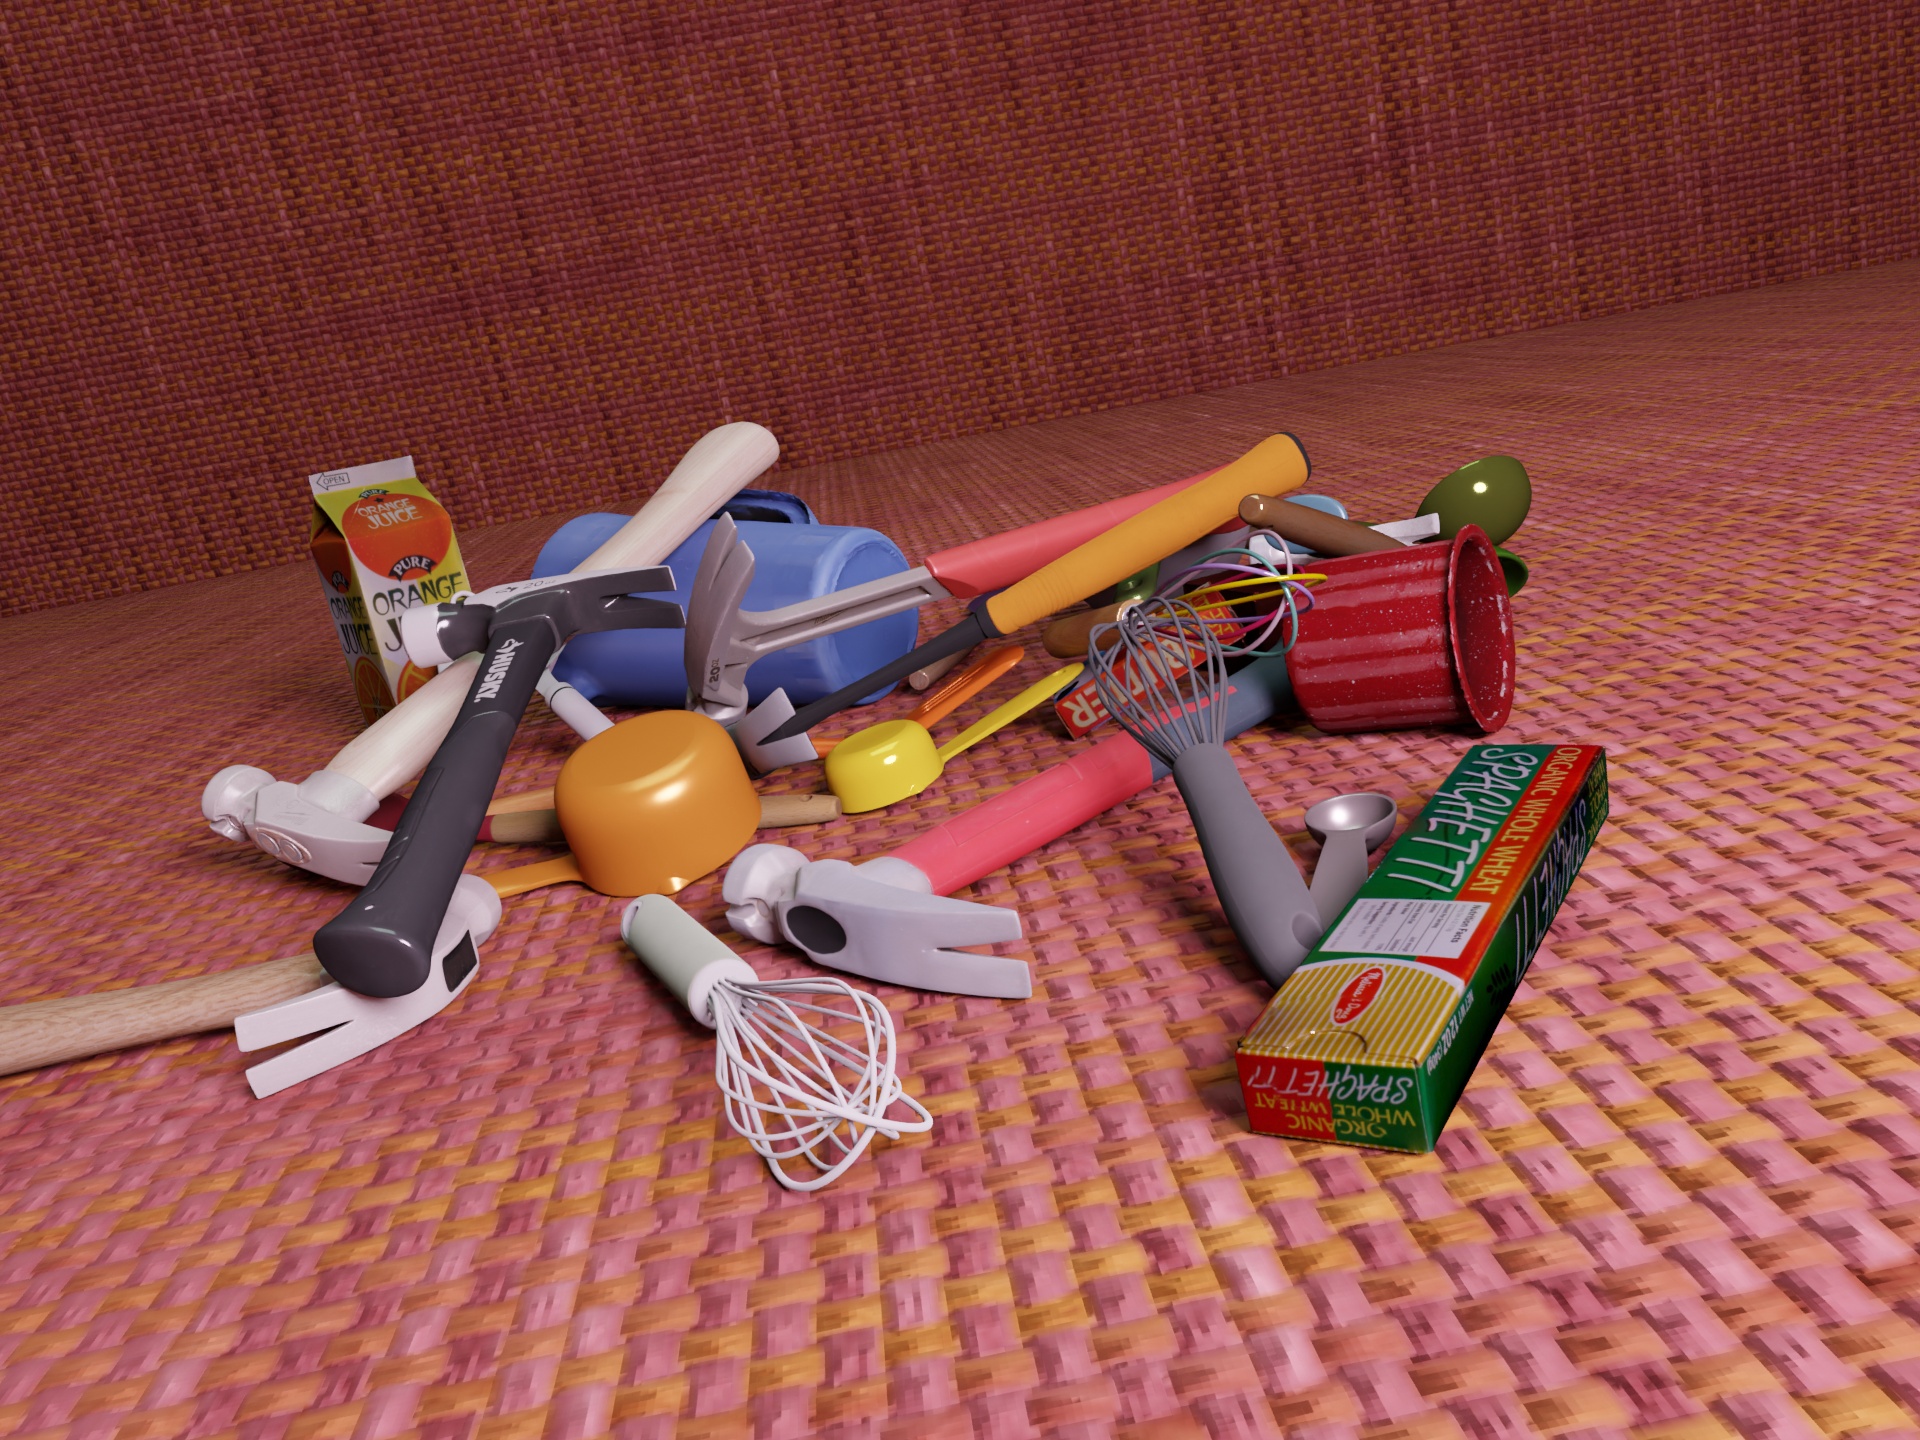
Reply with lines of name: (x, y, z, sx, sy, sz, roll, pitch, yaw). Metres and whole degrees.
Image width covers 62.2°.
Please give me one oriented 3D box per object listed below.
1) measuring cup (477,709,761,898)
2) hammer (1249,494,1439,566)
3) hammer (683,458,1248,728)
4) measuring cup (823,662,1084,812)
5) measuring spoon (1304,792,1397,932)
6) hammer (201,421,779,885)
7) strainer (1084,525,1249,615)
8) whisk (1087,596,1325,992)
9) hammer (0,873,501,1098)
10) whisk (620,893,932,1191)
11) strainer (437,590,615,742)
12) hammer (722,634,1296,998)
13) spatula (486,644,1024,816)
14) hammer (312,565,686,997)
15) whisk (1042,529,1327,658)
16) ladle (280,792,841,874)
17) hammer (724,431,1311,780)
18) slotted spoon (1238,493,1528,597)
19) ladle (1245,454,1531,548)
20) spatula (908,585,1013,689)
measuring cup: (-0.180, 0.045, 0.721, 0.173, 0.052, 0.095, -16, 29, -3)
hammer: (0.221, -0.109, 0.957, 0.128, 0.033, 0.331, -3, 3, 17)
hammer: (0.024, -0.090, 0.840, 0.359, 0.037, 0.149, -19, -27, -27)
measuring cup: (-0.001, -0.003, 0.794, 0.156, 0.029, 0.062, -31, 18, -26)
measuring spoon: (0.135, 0.059, 0.560, 0.034, 0.018, 0.124, -7, 21, 21)
hammer: (-0.219, -0.058, 0.895, 0.146, 0.038, 0.411, 11, 43, 28)
strainer: (0.125, -0.087, 1.010, 0.151, 0.069, 0.256, -14, 18, 15)
whisk: (0.091, 0.020, 0.583, 0.055, 0.055, 0.239, -11, 33, -2)
hammer: (-0.355, 0.123, 0.619, 0.331, 0.031, 0.130, -11, 14, 1)
whisk: (-0.074, 0.092, 0.524, 0.059, 0.058, 0.246, 21, -3, -25)
strainer: (-0.243, -0.014, 0.956, 0.087, 0.050, 0.259, -37, 43, -19)
hammer: (0.088, 0.018, 0.692, 0.143, 0.038, 0.386, 5, 21, 43)
spatula: (-0.121, 0.014, 0.849, 0.322, 0.041, 0.081, -12, 8, -2)
hammer: (-0.208, 0.011, 0.699, 0.146, 0.035, 0.335, -11, 27, 2)
whisk: (0.096, -0.048, 0.746, 0.047, 0.051, 0.245, -35, 8, -17)
ladle: (-0.208, 0.051, 0.796, 0.315, 0.031, 0.069, -4, 34, 16)
hammer: (0.041, -0.064, 0.783, 0.337, 0.034, 0.127, -29, 3, -18)
slotted spoon: (0.213, -0.085, 0.799, 0.070, 0.031, 0.313, -18, -12, 34)
ladle: (0.272, -0.151, 1.173, 0.078, 0.062, 0.320, 7, -1, -37)
spatula: (0.011, -0.066, 1.103, 0.060, 0.018, 0.316, -9, 13, 16)
